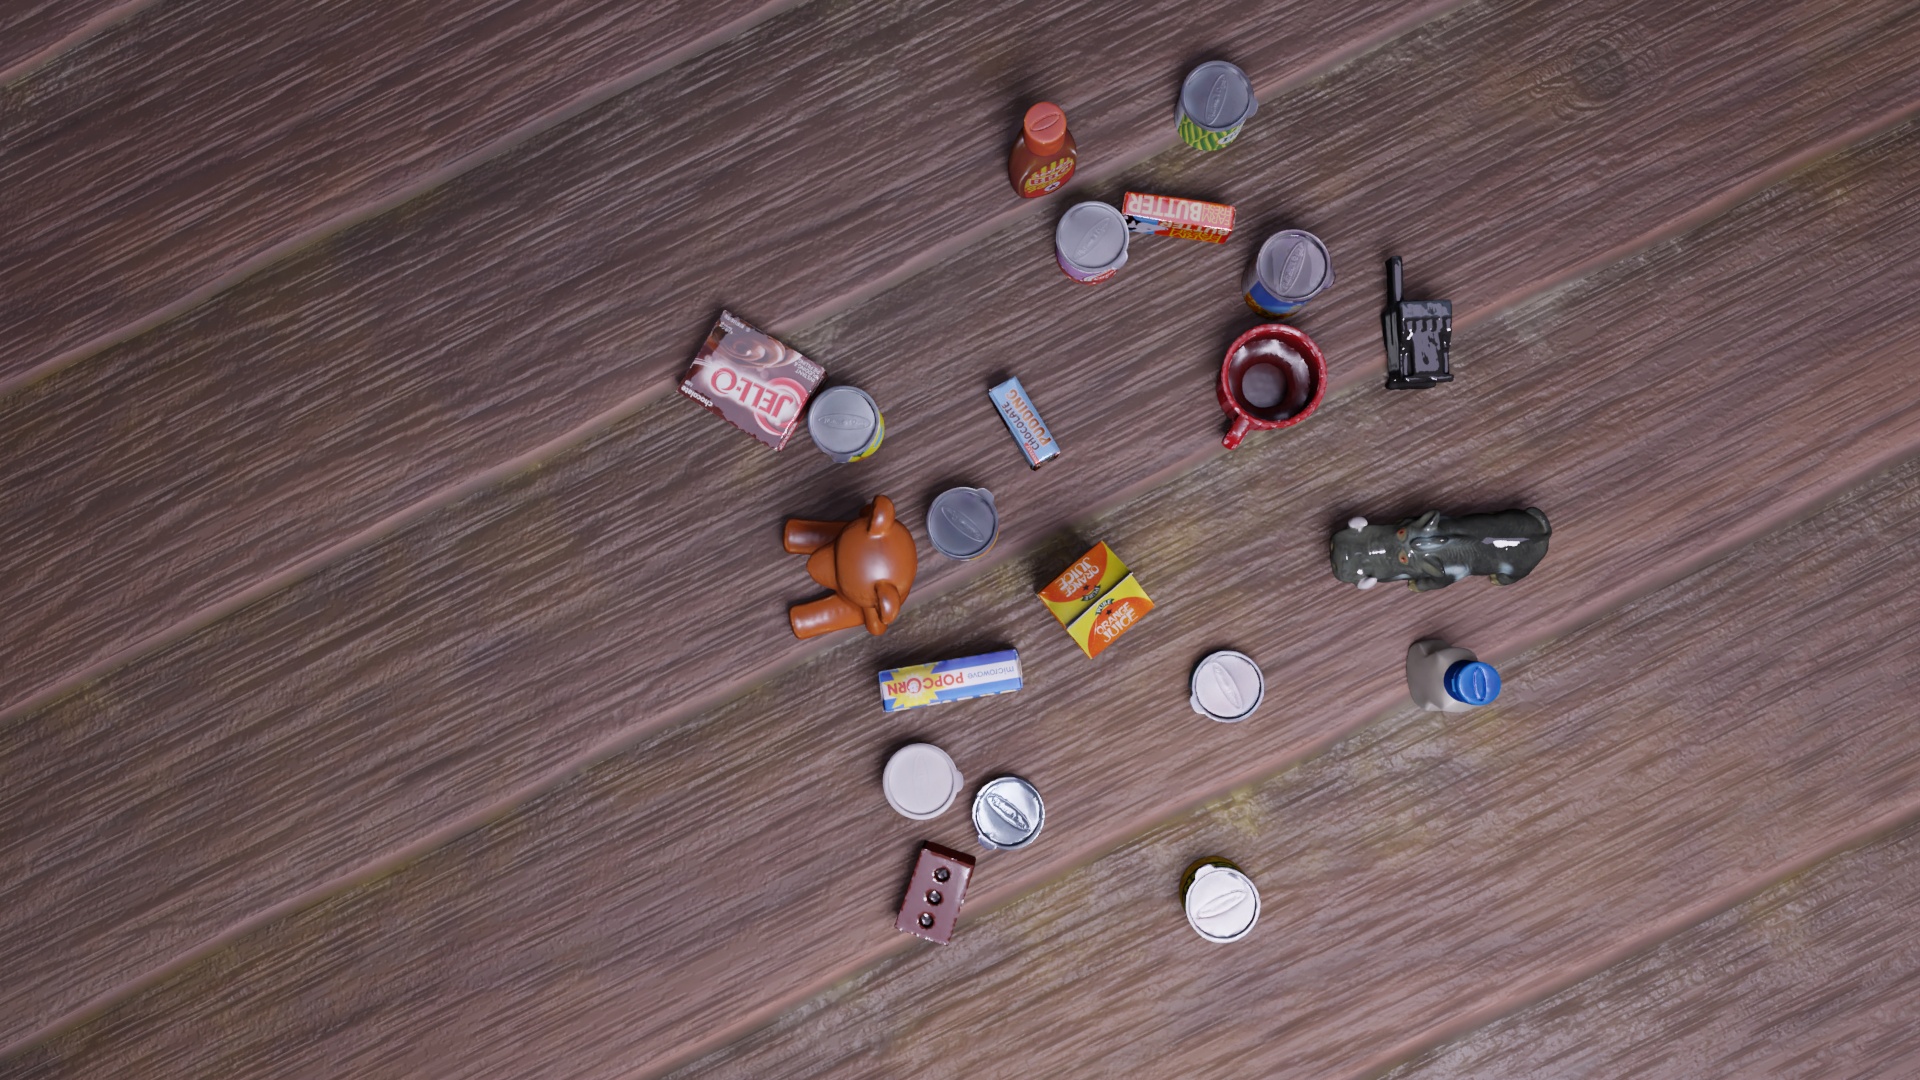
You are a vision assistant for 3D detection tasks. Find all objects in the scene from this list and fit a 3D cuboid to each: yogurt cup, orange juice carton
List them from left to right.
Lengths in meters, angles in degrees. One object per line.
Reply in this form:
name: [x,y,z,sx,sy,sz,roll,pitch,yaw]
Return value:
yogurt cup: [-0.035,0.217,1.271,0.072,0.054,0.072,0,87,2]
orange juice carton: [0.115,0.051,1.204,0.072,0.192,0.073,-39,87,0]

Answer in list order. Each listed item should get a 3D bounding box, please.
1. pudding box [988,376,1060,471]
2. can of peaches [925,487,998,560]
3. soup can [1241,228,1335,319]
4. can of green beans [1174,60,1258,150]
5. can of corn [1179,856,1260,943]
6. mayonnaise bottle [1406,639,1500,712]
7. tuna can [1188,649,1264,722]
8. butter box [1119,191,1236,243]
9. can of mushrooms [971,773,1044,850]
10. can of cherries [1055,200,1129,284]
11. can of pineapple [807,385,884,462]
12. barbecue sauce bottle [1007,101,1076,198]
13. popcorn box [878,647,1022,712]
pudding box: [0.059,-0.108,1.286,0.030,0.049,0.083,-31,87,1]
can of peaches: [0.005,-0.016,1.279,0.071,0.058,0.071,0,87,2]
soup can: [0.298,-0.240,1.267,0.071,0.084,0.071,0,88,2]
can of green beans: [0.234,-0.403,1.290,0.071,0.058,0.071,0,87,2]
can of corn: [0.232,0.321,1.254,0.071,0.058,0.071,0,87,2]
mayonnaise bottle: [0.429,0.121,1.212,0.041,0.148,0.064,-5,88,2]
tuna can: [0.242,0.135,1.276,0.071,0.033,0.071,0,87,2]
butter box: [0.200,-0.299,1.289,0.103,0.053,0.024,9,88,2]
can of mushrooms: [0.042,0.250,1.277,0.071,0.033,0.071,0,87,2]
can of cherries: [0.123,-0.272,1.287,0.071,0.058,0.071,0,87,2]
can of pineapple: [-0.106,-0.106,1.288,0.071,0.058,0.071,0,87,2]
barbecue sauce bottle: [0.074,-0.352,1.248,0.065,0.148,0.043,-25,87,1]
popcorn box: [-0.007,0.125,1.259,0.127,0.085,0.038,-10,87,2]
